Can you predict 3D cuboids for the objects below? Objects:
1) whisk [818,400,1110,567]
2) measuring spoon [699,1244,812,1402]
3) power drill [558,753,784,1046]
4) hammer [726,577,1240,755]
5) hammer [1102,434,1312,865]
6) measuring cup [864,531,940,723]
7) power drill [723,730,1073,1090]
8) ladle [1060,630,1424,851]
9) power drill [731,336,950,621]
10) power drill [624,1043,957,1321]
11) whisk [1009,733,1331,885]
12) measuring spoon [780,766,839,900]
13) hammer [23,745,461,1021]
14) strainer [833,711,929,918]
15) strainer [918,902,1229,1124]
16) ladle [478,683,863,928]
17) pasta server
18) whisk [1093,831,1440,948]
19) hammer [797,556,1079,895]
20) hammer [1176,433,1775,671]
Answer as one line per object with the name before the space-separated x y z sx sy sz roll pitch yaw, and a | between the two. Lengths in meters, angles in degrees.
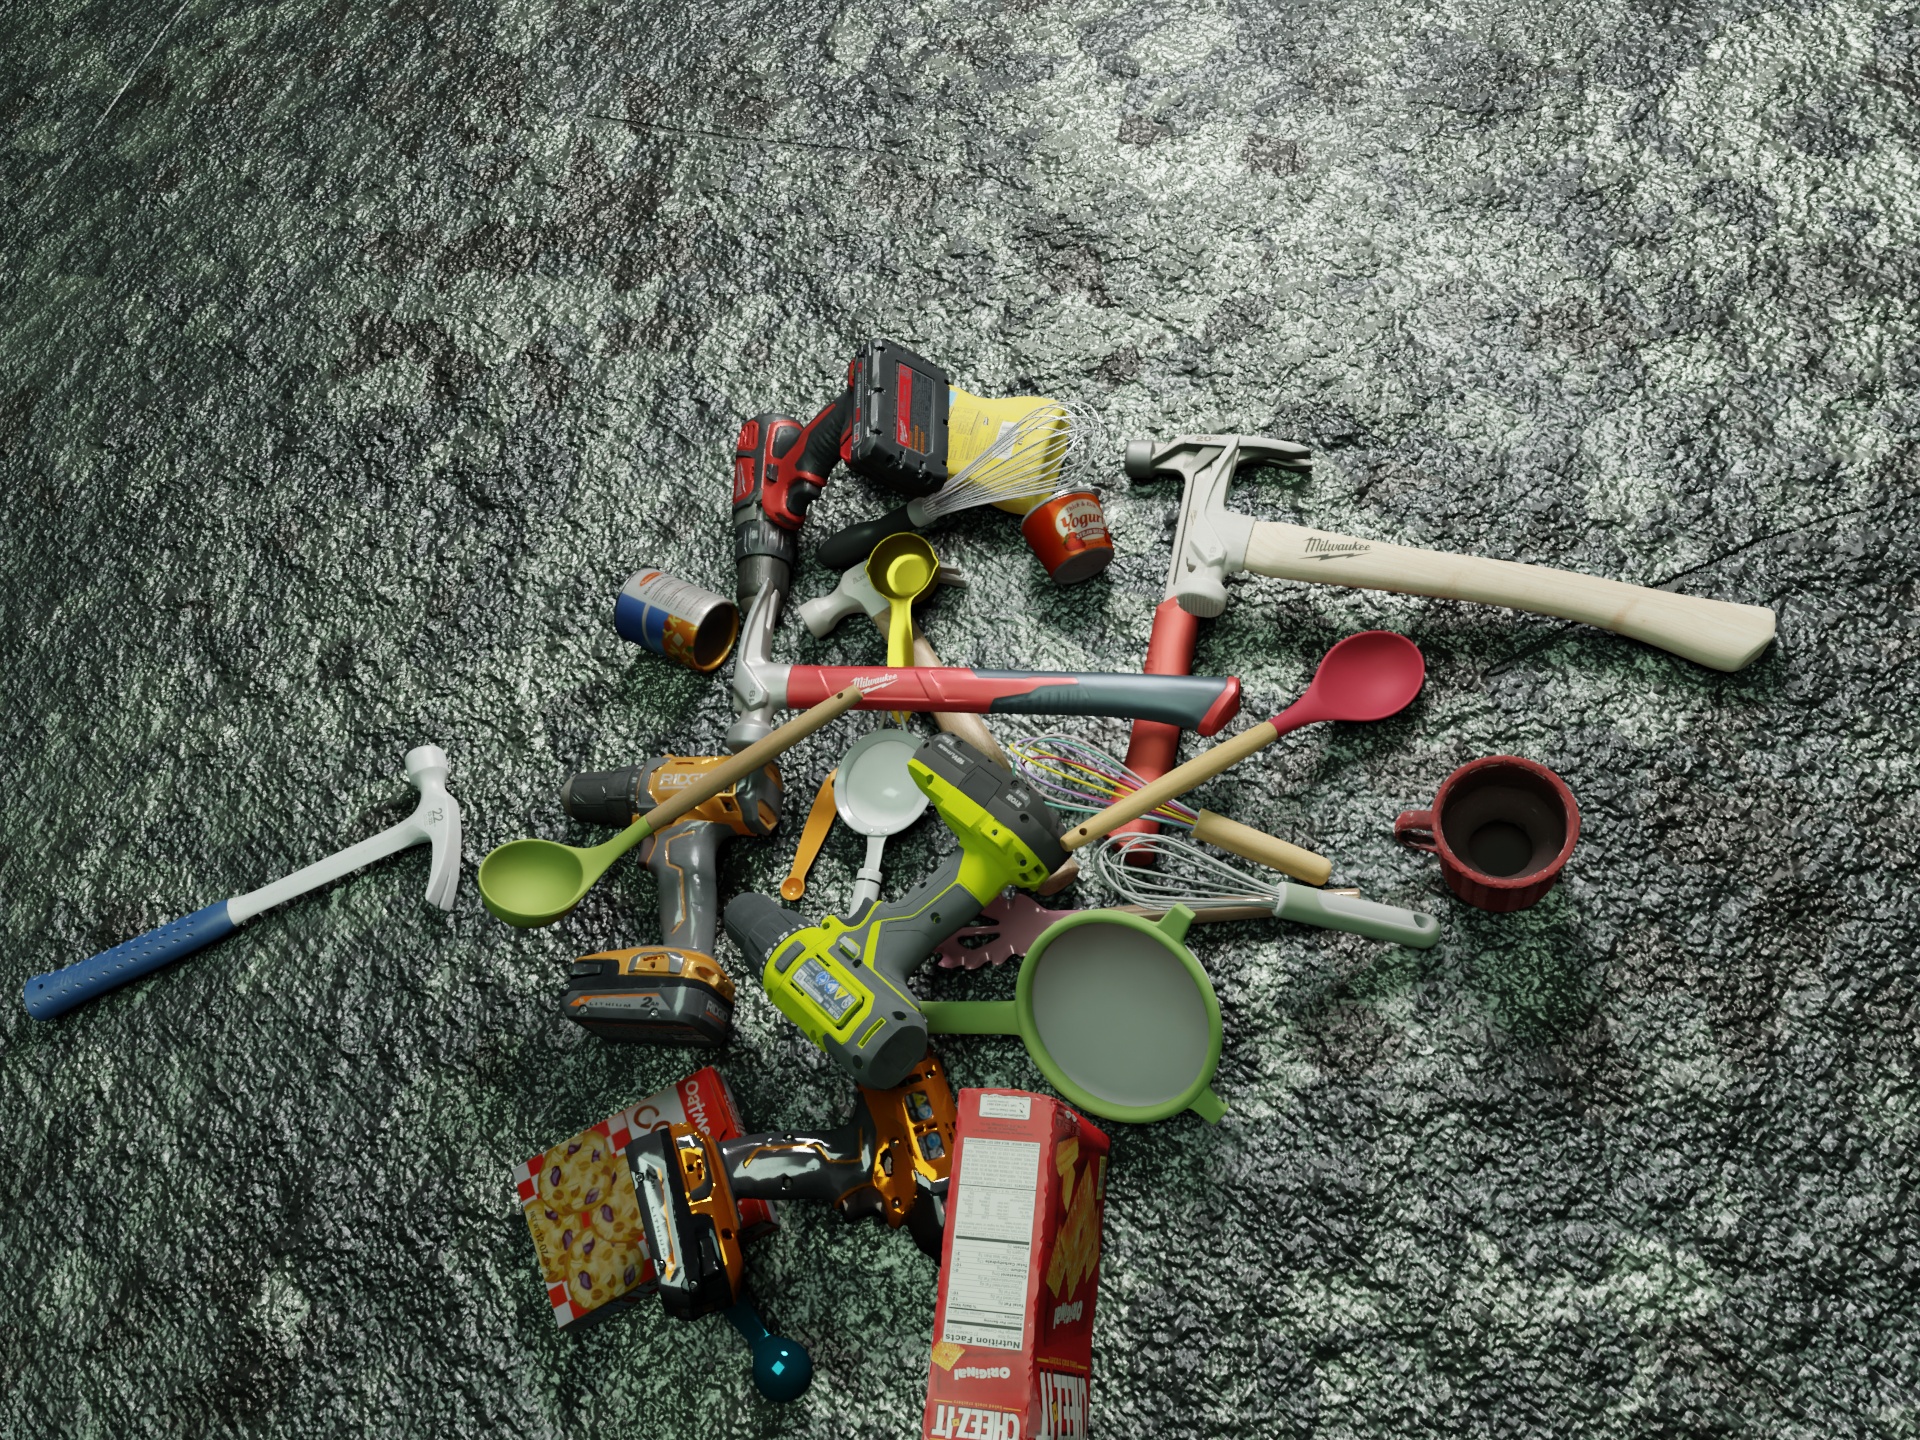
whisk | -0.004 -0.181 1.282 0.284 0.070 0.070 -21 60 31
measuring spoon | -0.150 0.412 1.090 0.042 0.021 0.129 -40 82 1
power drill | -0.244 0.131 1.236 0.185 0.084 0.226 -1 63 18
hammer | 0.017 -0.037 1.204 0.386 0.038 0.143 2 68 13
hammer | 0.173 -0.061 1.225 0.149 0.036 0.359 6 68 18
measuring cup | -0.043 -0.072 1.267 0.062 0.029 0.156 -3 78 16
power drill | -0.049 0.123 1.129 0.228 0.080 0.191 -47 52 -9
ladle | 0.202 0.019 1.134 0.315 0.031 0.069 -27 65 -20
power drill | -0.112 -0.191 1.299 0.227 0.080 0.188 -21 60 45
power drill | -0.098 0.326 1.076 0.226 0.084 0.164 -14 61 -15
whisk | 0.148 0.066 1.135 0.245 0.047 0.051 22 72 3
measuring spoon | -0.113 0.090 1.256 0.021 0.011 0.117 13 67 20
hammer | -0.606 0.163 1.348 0.405 0.035 0.144 -24 62 5
strainer | -0.068 0.112 1.206 0.087 0.050 0.259 1 66 25
strainer | 0.074 0.201 1.125 0.256 0.069 0.151 -7 98 32
ladle | -0.215 0.056 1.181 0.320 0.062 0.078 -32 49 4
pasta server | 0.127 0.141 1.147 0.316 0.040 0.060 -6 77 12
whisk | 0.211 0.120 1.087 0.246 0.059 0.058 13 40 -5
hammer | -0.002 -0.004 1.252 0.130 0.031 0.332 -33 62 0
hammer | 0.375 -0.112 1.168 0.411 0.038 0.146 12 69 14
